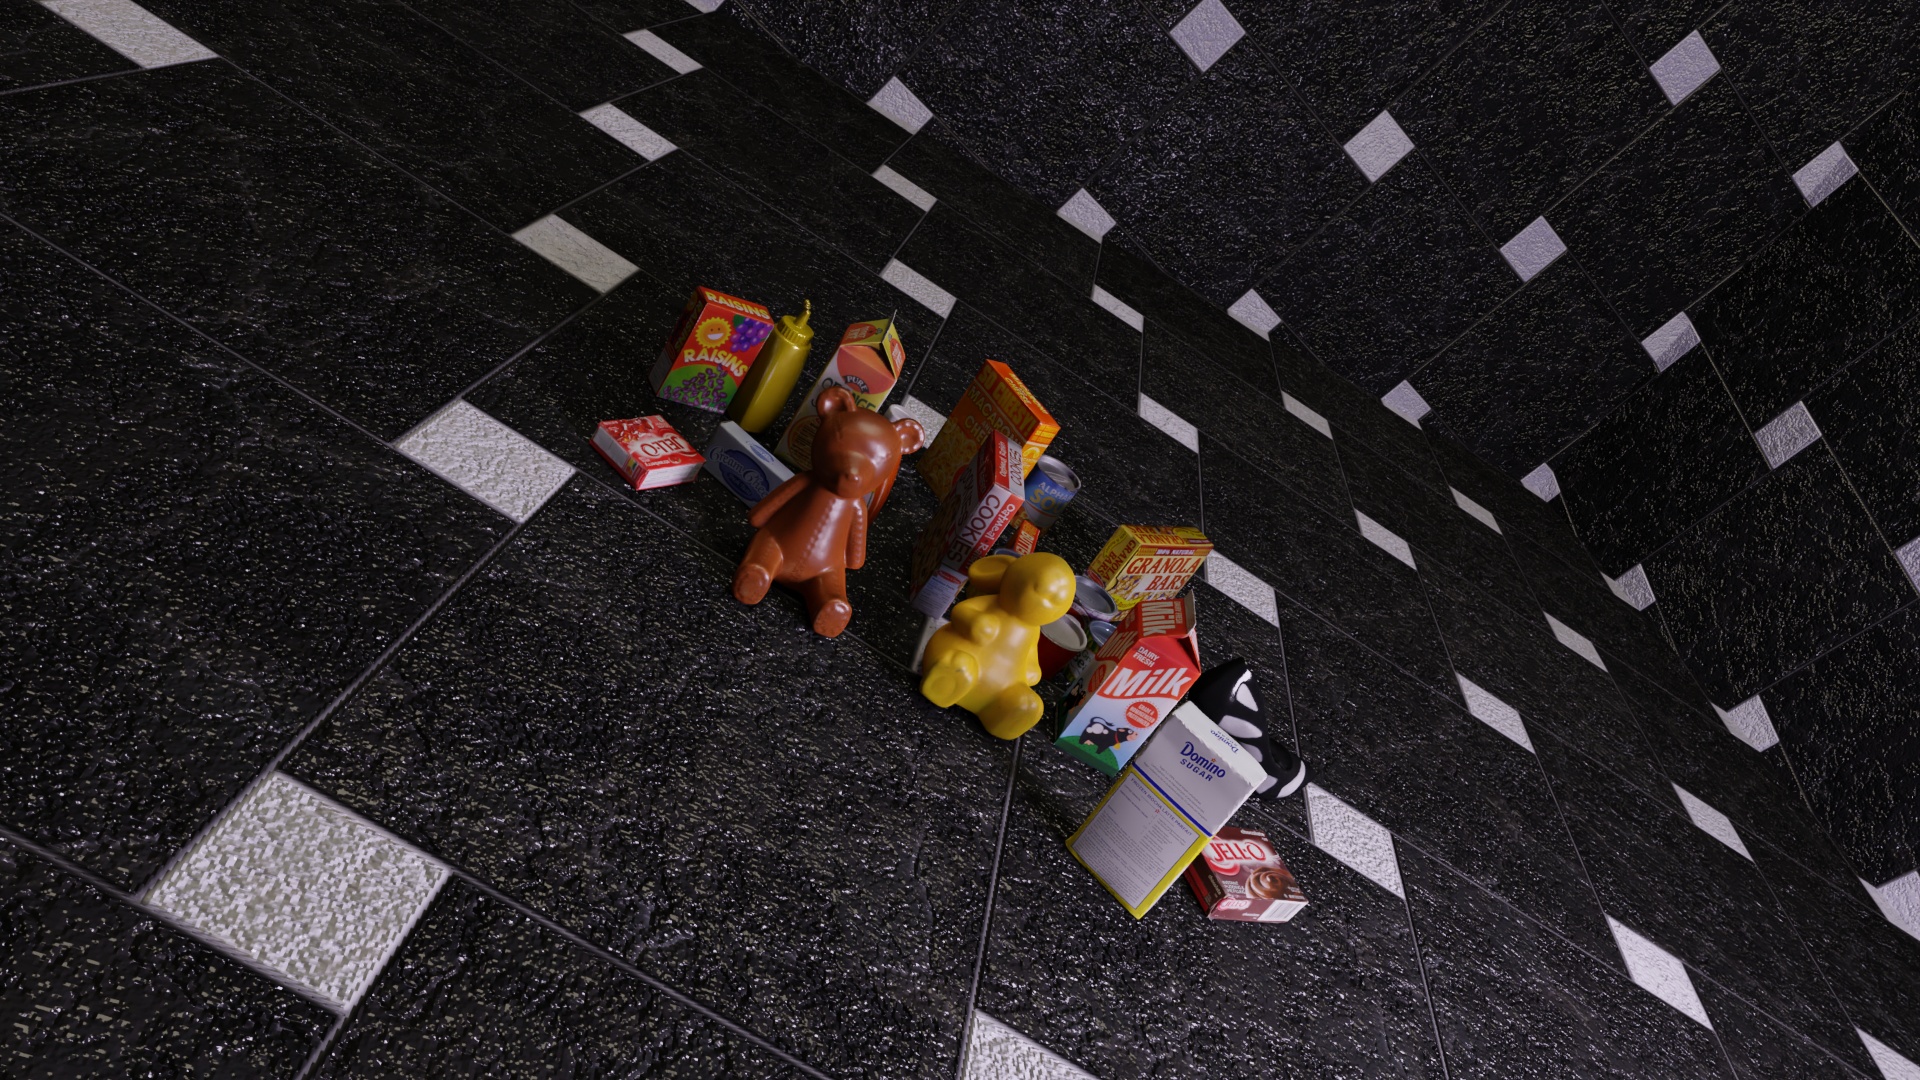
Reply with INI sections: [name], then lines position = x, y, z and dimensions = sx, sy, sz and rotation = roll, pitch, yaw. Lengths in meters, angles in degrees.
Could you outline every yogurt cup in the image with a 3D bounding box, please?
[yogurt cup]
position = 0.090, 0.108, 1.455
dimensions = 0.072, 0.053, 0.073
rotation = 28, 26, -15

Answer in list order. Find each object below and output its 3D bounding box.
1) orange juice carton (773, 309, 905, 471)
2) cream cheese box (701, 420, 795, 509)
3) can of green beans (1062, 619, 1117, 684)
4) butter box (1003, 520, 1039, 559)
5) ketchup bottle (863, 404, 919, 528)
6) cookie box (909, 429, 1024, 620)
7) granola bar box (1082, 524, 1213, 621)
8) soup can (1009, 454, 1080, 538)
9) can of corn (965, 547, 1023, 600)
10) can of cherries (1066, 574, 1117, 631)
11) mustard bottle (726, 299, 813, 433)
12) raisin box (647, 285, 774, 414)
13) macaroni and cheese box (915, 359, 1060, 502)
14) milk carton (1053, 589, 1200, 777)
[orange juice carton]
position = -0.121, -0.162, 1.507
dimensions = 0.073, 0.192, 0.072
rotation = 31, 25, -9
[cream cheese box]
position = -0.211, -0.068, 1.396
dimensions = 0.104, 0.053, 0.024
rotation = 41, 25, 12
[can of green beans]
position = 0.149, 0.128, 1.488
dimensions = 0.071, 0.057, 0.071
rotation = 28, 26, -15
[butter box]
position = 0.061, 0.020, 1.576
dimensions = 0.024, 0.053, 0.104
rotation = 33, 25, -4
[ketchup bottle]
position = -0.094, -0.073, 1.435
dimensions = 0.065, 0.148, 0.044
rotation = 37, 25, 5
[cookie box]
position = 0.005, -0.018, 1.439
dimensions = 0.040, 0.166, 0.123
rotation = 28, 26, -15
[granola bar box]
position = 0.212, 0.040, 1.643
dimensions = 0.166, 0.123, 0.039
rotation = 1, 41, -50
[soup can]
position = 0.099, -0.052, 1.712
dimensions = 0.071, 0.083, 0.072
rotation = 28, 26, -15
[can of corn]
position = 0.046, 0.051, 1.496
dimensions = 0.071, 0.058, 0.071
rotation = 28, 26, -15
[can of cherries]
position = 0.131, 0.081, 1.547
dimensions = 0.071, 0.058, 0.072
rotation = 28, 26, -15
[mustard bottle]
position = -0.198, -0.192, 1.504
dimensions = 0.049, 0.159, 0.065
rotation = 12, 33, -40
[raisin box]
position = -0.266, -0.202, 1.481
dimensions = 0.086, 0.123, 0.040
rotation = 14, 32, -38
[macaroni and cheese box]
position = 0.030, -0.109, 1.632
dimensions = 0.040, 0.165, 0.124
rotation = 7, 36, -46
[milk carton]
position = 0.172, 0.132, 1.352
dimensions = 0.073, 0.189, 0.073
rotation = 30, 25, -10
